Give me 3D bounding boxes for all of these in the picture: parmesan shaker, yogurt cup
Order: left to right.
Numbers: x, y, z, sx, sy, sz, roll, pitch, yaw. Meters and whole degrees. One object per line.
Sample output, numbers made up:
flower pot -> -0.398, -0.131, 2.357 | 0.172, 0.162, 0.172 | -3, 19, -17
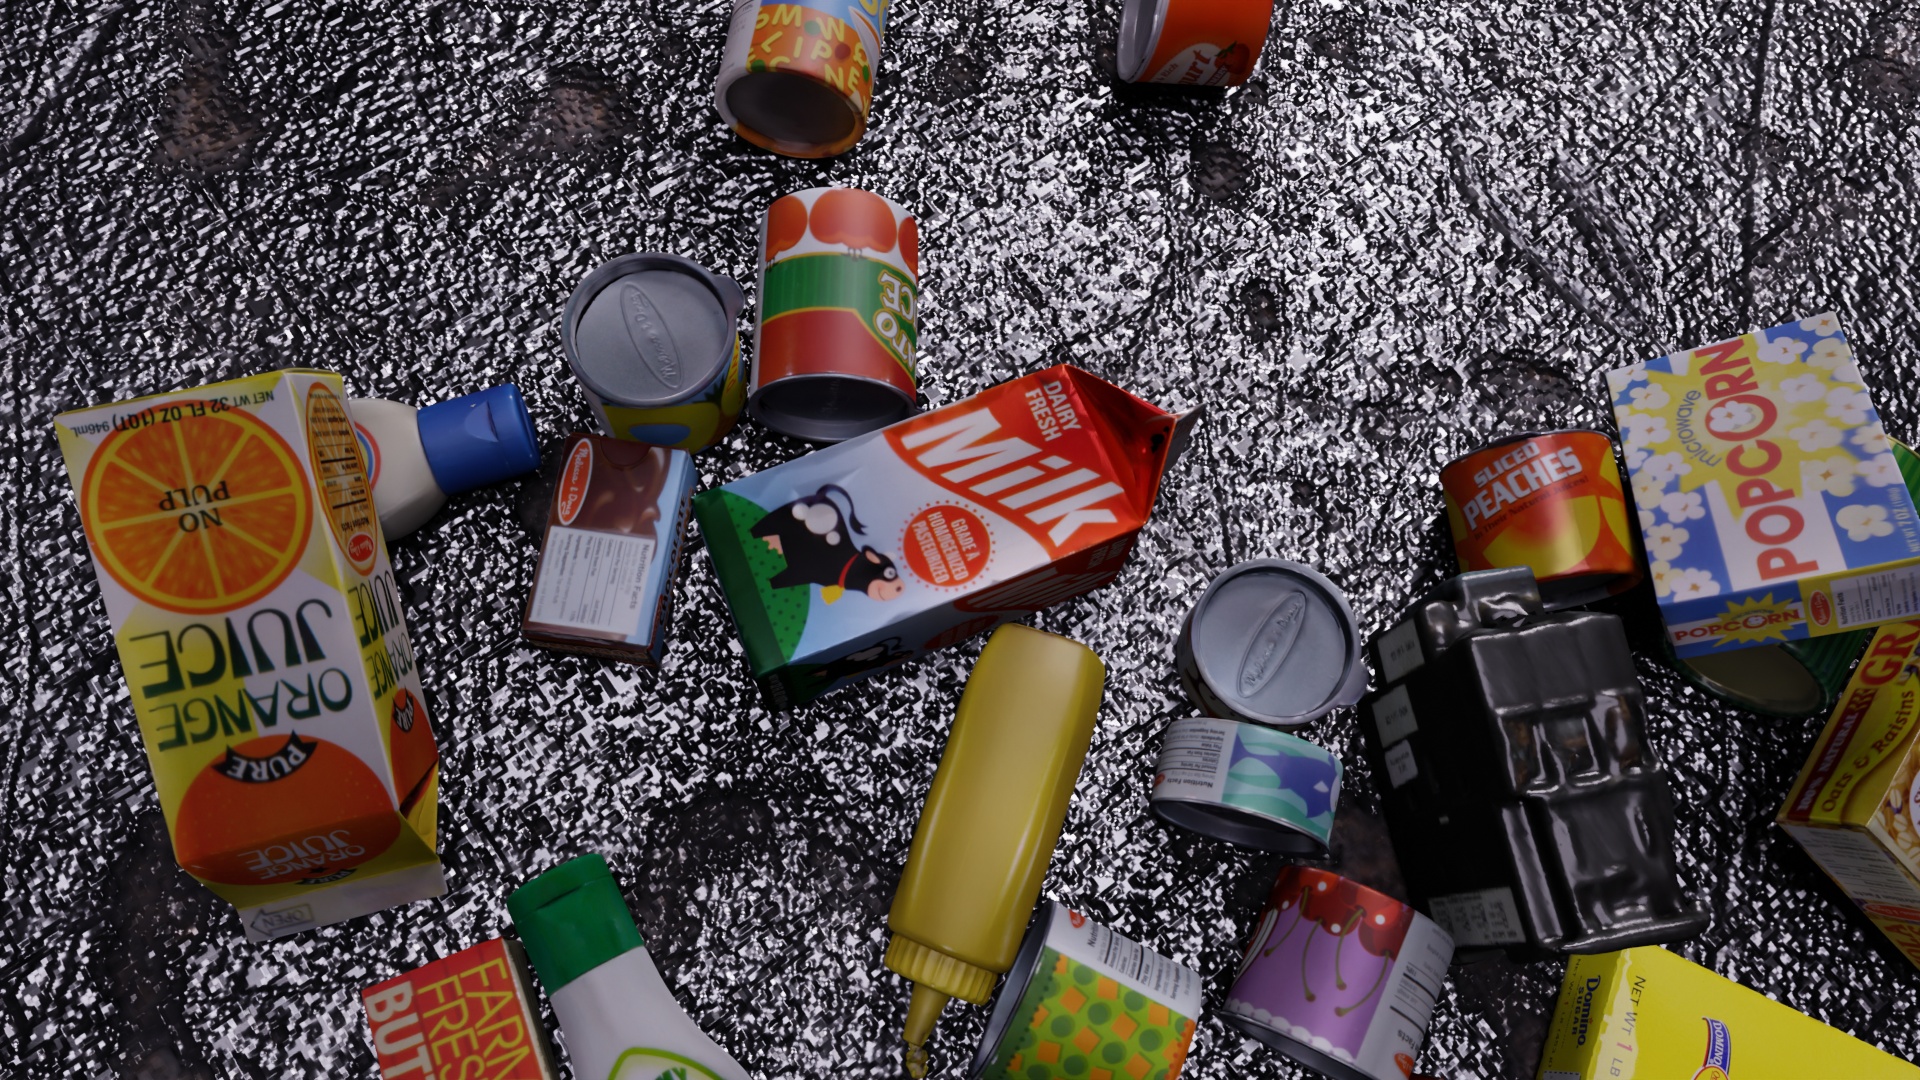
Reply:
yogurt cup -> 0.105, -0.235, 0.621 | 0.054, 0.072, 0.072 | 8, 71, -10
parmesan shaker -> 0.330, 0.011, 0.554 | 0.071, 0.071, 0.103 | 36, 74, 8

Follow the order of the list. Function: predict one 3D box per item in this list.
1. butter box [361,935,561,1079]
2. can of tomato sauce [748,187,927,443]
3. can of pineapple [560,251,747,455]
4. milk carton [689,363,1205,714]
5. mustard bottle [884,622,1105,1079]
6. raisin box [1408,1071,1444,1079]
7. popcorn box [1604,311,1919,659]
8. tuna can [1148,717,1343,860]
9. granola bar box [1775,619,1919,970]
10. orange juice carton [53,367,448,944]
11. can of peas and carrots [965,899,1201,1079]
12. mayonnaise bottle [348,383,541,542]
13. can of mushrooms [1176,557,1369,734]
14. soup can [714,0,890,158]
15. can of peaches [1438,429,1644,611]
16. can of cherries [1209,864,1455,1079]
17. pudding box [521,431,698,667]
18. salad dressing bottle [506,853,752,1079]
butter box -> -0.165, 0.195, 0.479 | 0.053, 0.024, 0.103 | -20, 74, -11
can of tomato sauce -> -0.048, -0.089, 0.559 | 0.071, 0.071, 0.083 | 1, 71, -3
can of pineapple -> -0.118, -0.072, 0.553 | 0.071, 0.057, 0.071 | 1, 72, -4
milk carton -> 0.002, -0.007, 0.532 | 0.191, 0.072, 0.073 | -20, 74, -10
mustard bottle -> 0.007, 0.111, 0.498 | 0.049, 0.065, 0.160 | 17, 74, 15
raisin box -> 0.145, 0.257, 0.471 | 0.124, 0.040, 0.086 | -39, 78, -13
popcorn box -> 0.300, -0.021, 0.522 | 0.085, 0.038, 0.127 | -16, 43, 28
tuna can -> 0.107, 0.092, 0.510 | 0.071, 0.071, 0.033 | 16, 71, 2
granola bar box -> 0.397, 0.080, 0.526 | 0.124, 0.039, 0.166 | 43, 73, -12
orange juice carton -> -0.235, 0.042, 0.481 | 0.072, 0.073, 0.192 | -12, 97, -8
can of peas and carrots -> 0.042, 0.170, 0.480 | 0.059, 0.070, 0.071 | 26, 72, 4
mayonnaise bottle -> -0.241, -0.024, 0.537 | 0.148, 0.041, 0.065 | -18, 79, -9
can of mushrooms -> 0.122, 0.044, 0.543 | 0.071, 0.033, 0.071 | 1, 71, -4
soup can -> -0.064, -0.218, 0.602 | 0.071, 0.071, 0.084 | 9, 72, -1
can of peaches -> 0.228, -0.006, 0.548 | 0.071, 0.071, 0.058 | -4, 73, -5
can of cherries -> 0.131, 0.155, 0.491 | 0.071, 0.071, 0.058 | 26, 72, 5
pudding box -> -0.135, 0.003, 0.541 | 0.050, 0.030, 0.084 | 7, 71, 0
salad dressing bottle -> -0.109, 0.181, 0.476 | 0.064, 0.043, 0.148 | -27, 75, -16
